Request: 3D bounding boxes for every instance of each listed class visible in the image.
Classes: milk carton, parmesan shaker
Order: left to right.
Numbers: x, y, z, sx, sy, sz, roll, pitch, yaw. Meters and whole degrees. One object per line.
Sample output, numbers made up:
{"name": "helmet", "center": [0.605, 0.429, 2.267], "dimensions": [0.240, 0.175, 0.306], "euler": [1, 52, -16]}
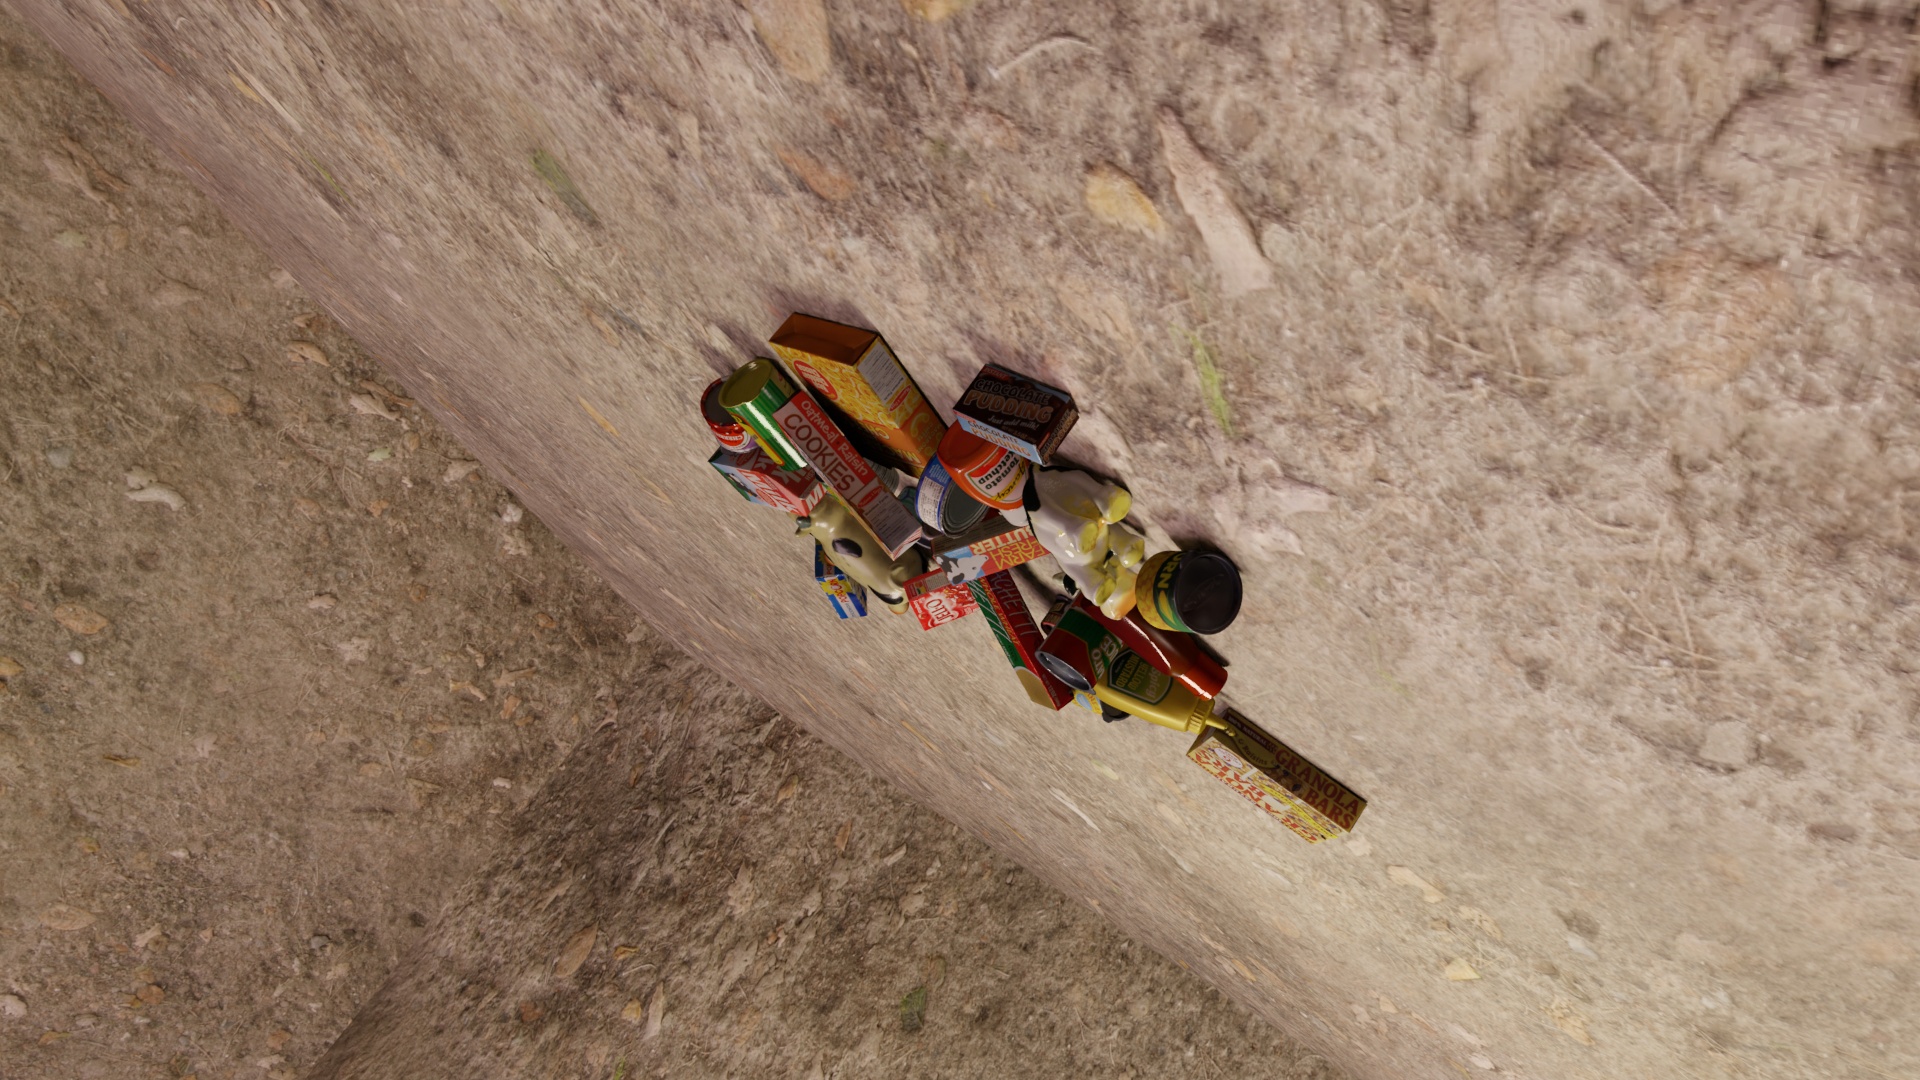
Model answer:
{"name": "parmesan shaker", "center": [-0.188, -0.125, 1.411], "dimensions": [0.071, 0.071, 0.102], "euler": [17, 154, 48]}
{"name": "milk carton", "center": [-0.197, -0.082, 1.544], "dimensions": [0.073, 0.072, 0.190], "euler": [48, 160, -31]}

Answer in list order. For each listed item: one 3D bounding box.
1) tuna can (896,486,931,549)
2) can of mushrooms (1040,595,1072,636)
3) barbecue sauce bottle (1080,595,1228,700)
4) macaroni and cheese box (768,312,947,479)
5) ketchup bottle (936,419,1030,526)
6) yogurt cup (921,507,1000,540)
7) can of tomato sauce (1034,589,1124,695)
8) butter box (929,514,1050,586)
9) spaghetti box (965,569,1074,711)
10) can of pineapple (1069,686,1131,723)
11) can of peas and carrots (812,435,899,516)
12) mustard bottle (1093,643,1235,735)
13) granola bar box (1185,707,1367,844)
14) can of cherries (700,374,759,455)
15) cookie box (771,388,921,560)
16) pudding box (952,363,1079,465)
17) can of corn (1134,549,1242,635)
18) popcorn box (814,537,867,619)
{"name": "tuna can", "center": [-0.045, -0.025, 1.456], "dimensions": [0.071, 0.033, 0.071], "euler": [33, 163, 12]}
{"name": "can of mushrooms", "center": [0.116, 0.091, 1.442], "dimensions": [0.071, 0.033, 0.071], "euler": [34, 164, 11]}
{"name": "barbecue sauce bottle", "center": [0.183, 0.091, 1.291], "dimensions": [0.148, 0.044, 0.064], "euler": [39, 164, -10]}
{"name": "macaroni and cheese box", "center": [-0.083, -0.125, 1.249], "dimensions": [0.124, 0.040, 0.166], "euler": [22, 158, 44]}
{"name": "ketchup bottle", "center": [0.032, -0.057, 1.172], "dimensions": [0.043, 0.065, 0.148], "euler": [44, 178, 30]}
{"name": "yogurt cup", "center": [0.005, -0.017, 1.328], "dimensions": [0.054, 0.072, 0.072], "euler": [38, 165, -33]}
{"name": "can of tomato sauce", "center": [0.124, 0.097, 1.353], "dimensions": [0.071, 0.083, 0.071], "euler": [33, 163, 12]}
{"name": "butter box", "center": [0.029, 0.005, 1.289], "dimensions": [0.053, 0.103, 0.024], "euler": [59, -164, -49]}
{"name": "spaghetti box", "center": [0.045, 0.070, 1.433], "dimensions": [0.050, 0.029, 0.249], "euler": [12, 135, 57]}
{"name": "can of pineapple", "center": [0.152, 0.154, 1.476], "dimensions": [0.058, 0.071, 0.071], "euler": [15, 153, 52]}
{"name": "can of peas and carrots", "center": [-0.106, -0.066, 1.409], "dimensions": [0.071, 0.071, 0.058], "euler": [16, 154, 50]}
{"name": "mustard bottle", "center": [0.203, 0.154, 1.393], "dimensions": [0.160, 0.065, 0.048], "euler": [25, 162, 19]}
{"name": "granola bar box", "center": [0.322, 0.247, 1.437], "dimensions": [0.166, 0.039, 0.124], "euler": [35, 164, 8]}
{"name": "can of cherries", "center": [-0.241, -0.134, 1.494], "dimensions": [0.071, 0.072, 0.058], "euler": [31, 162, 20]}
{"name": "cookie box", "center": [-0.104, -0.060, 1.301], "dimensions": [0.167, 0.040, 0.123], "euler": [49, 176, 2]}
{"name": "pudding box", "center": [0.042, -0.097, 1.055], "dimensions": [0.084, 0.050, 0.030], "euler": [27, 162, 32]}
{"name": "can of corn", "center": [0.181, 0.039, 1.113], "dimensions": [0.071, 0.071, 0.058], "euler": [43, 162, -20]}
{"name": "popcorn box", "center": [-0.148, 0.034, 1.731], "dimensions": [0.038, 0.085, 0.126], "euler": [-7, 152, 8]}
